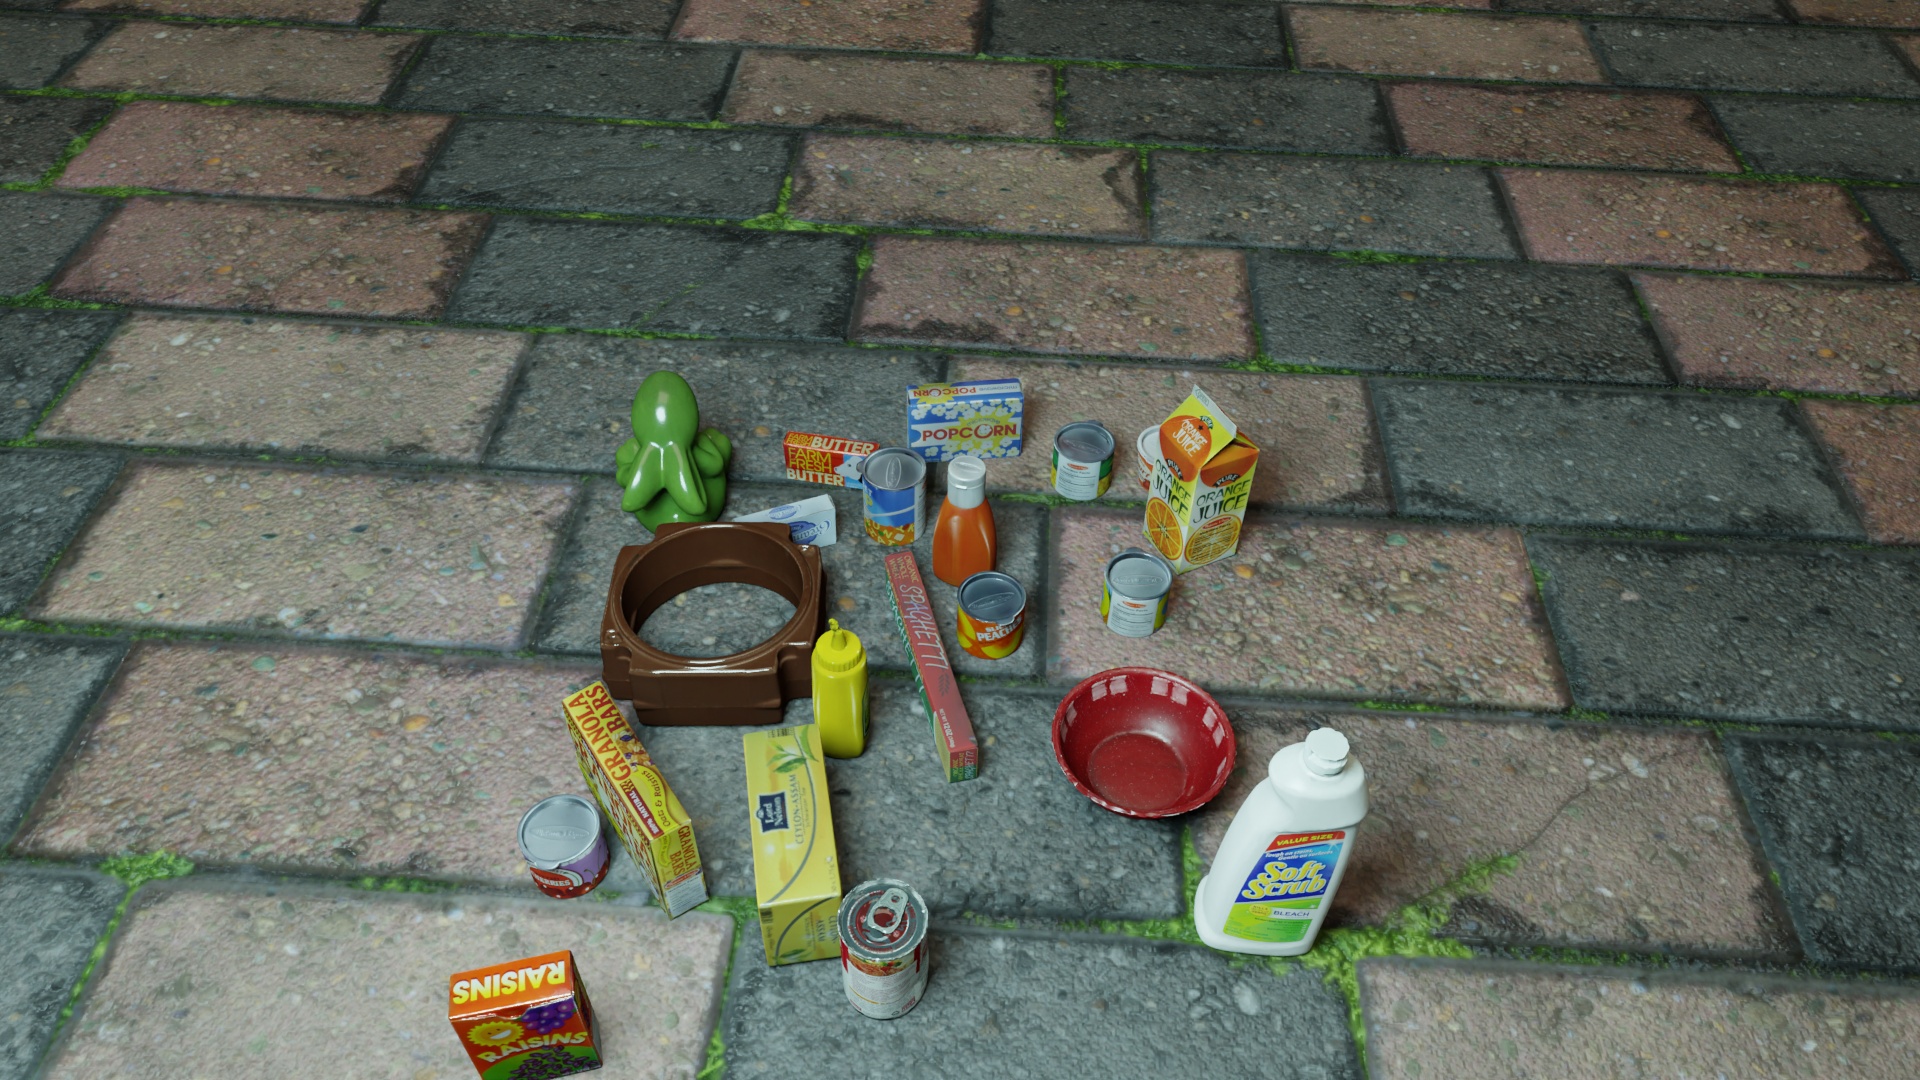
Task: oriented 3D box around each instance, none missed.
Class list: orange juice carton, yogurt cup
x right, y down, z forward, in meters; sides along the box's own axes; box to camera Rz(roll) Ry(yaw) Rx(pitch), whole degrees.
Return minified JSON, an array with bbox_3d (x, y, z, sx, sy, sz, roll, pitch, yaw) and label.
[{"bbox_3d":[0.240,-0.063,1.387,0.073,0.191,0.072,-19,49,-19],"label":"orange juice carton"},{"bbox_3d":[0.223,-0.085,1.504,0.072,0.053,0.073,1,46,-1],"label":"yogurt cup"}]

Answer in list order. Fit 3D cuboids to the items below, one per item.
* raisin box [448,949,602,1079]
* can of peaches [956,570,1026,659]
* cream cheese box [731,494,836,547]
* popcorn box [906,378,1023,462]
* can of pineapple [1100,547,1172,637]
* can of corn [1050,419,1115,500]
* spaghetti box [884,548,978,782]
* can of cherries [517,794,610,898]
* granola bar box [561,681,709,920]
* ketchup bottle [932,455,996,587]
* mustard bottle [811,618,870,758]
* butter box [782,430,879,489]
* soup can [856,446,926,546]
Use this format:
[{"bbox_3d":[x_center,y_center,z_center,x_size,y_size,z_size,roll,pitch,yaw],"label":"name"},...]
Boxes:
[{"bbox_3d":[-0.315,0.352,1.012,0.086,0.122,0.040,-9,47,-10],"label":"raisin box"},{"bbox_3d":[0.030,0.074,1.340,0.071,0.057,0.071,1,46,-1],"label":"can of peaches"},{"bbox_3d":[-0.179,-0.010,1.419,0.104,0.053,0.024,-16,48,-16],"label":"cream cheese box"},{"bbox_3d":[0.004,-0.131,1.521,0.127,0.084,0.038,-5,46,-6],"label":"popcorn box"},{"bbox_3d":[0.173,0.052,1.367,0.071,0.057,0.071,1,46,-1],"label":"can of pineapple"},{"bbox_3d":[0.133,-0.087,1.501,0.071,0.058,0.071,1,46,-1],"label":"can of corn"},{"bbox_3d":[-0.030,0.112,1.306,0.029,0.049,0.251,-10,47,-12],"label":"spaghetti box"},{"bbox_3d":[-0.329,0.256,1.151,0.071,0.058,0.072,1,46,-1],"label":"can of cherries"},{"bbox_3d":[-0.270,0.215,1.147,0.039,0.123,0.166,-26,52,-24],"label":"granola bar box"},{"bbox_3d":[0.005,-0.017,1.365,0.065,0.148,0.044,13,47,11],"label":"ketchup bottle"},{"bbox_3d":[-0.105,0.125,1.215,0.049,0.159,0.066,2,46,1],"label":"mustard bottle"},{"bbox_3d":[-0.138,-0.086,1.494,0.103,0.052,0.024,9,46,7],"label":"butter box"},{"bbox_3d":[-0.071,-0.046,1.436,0.071,0.083,0.072,1,46,-1],"label":"soup can"}]
